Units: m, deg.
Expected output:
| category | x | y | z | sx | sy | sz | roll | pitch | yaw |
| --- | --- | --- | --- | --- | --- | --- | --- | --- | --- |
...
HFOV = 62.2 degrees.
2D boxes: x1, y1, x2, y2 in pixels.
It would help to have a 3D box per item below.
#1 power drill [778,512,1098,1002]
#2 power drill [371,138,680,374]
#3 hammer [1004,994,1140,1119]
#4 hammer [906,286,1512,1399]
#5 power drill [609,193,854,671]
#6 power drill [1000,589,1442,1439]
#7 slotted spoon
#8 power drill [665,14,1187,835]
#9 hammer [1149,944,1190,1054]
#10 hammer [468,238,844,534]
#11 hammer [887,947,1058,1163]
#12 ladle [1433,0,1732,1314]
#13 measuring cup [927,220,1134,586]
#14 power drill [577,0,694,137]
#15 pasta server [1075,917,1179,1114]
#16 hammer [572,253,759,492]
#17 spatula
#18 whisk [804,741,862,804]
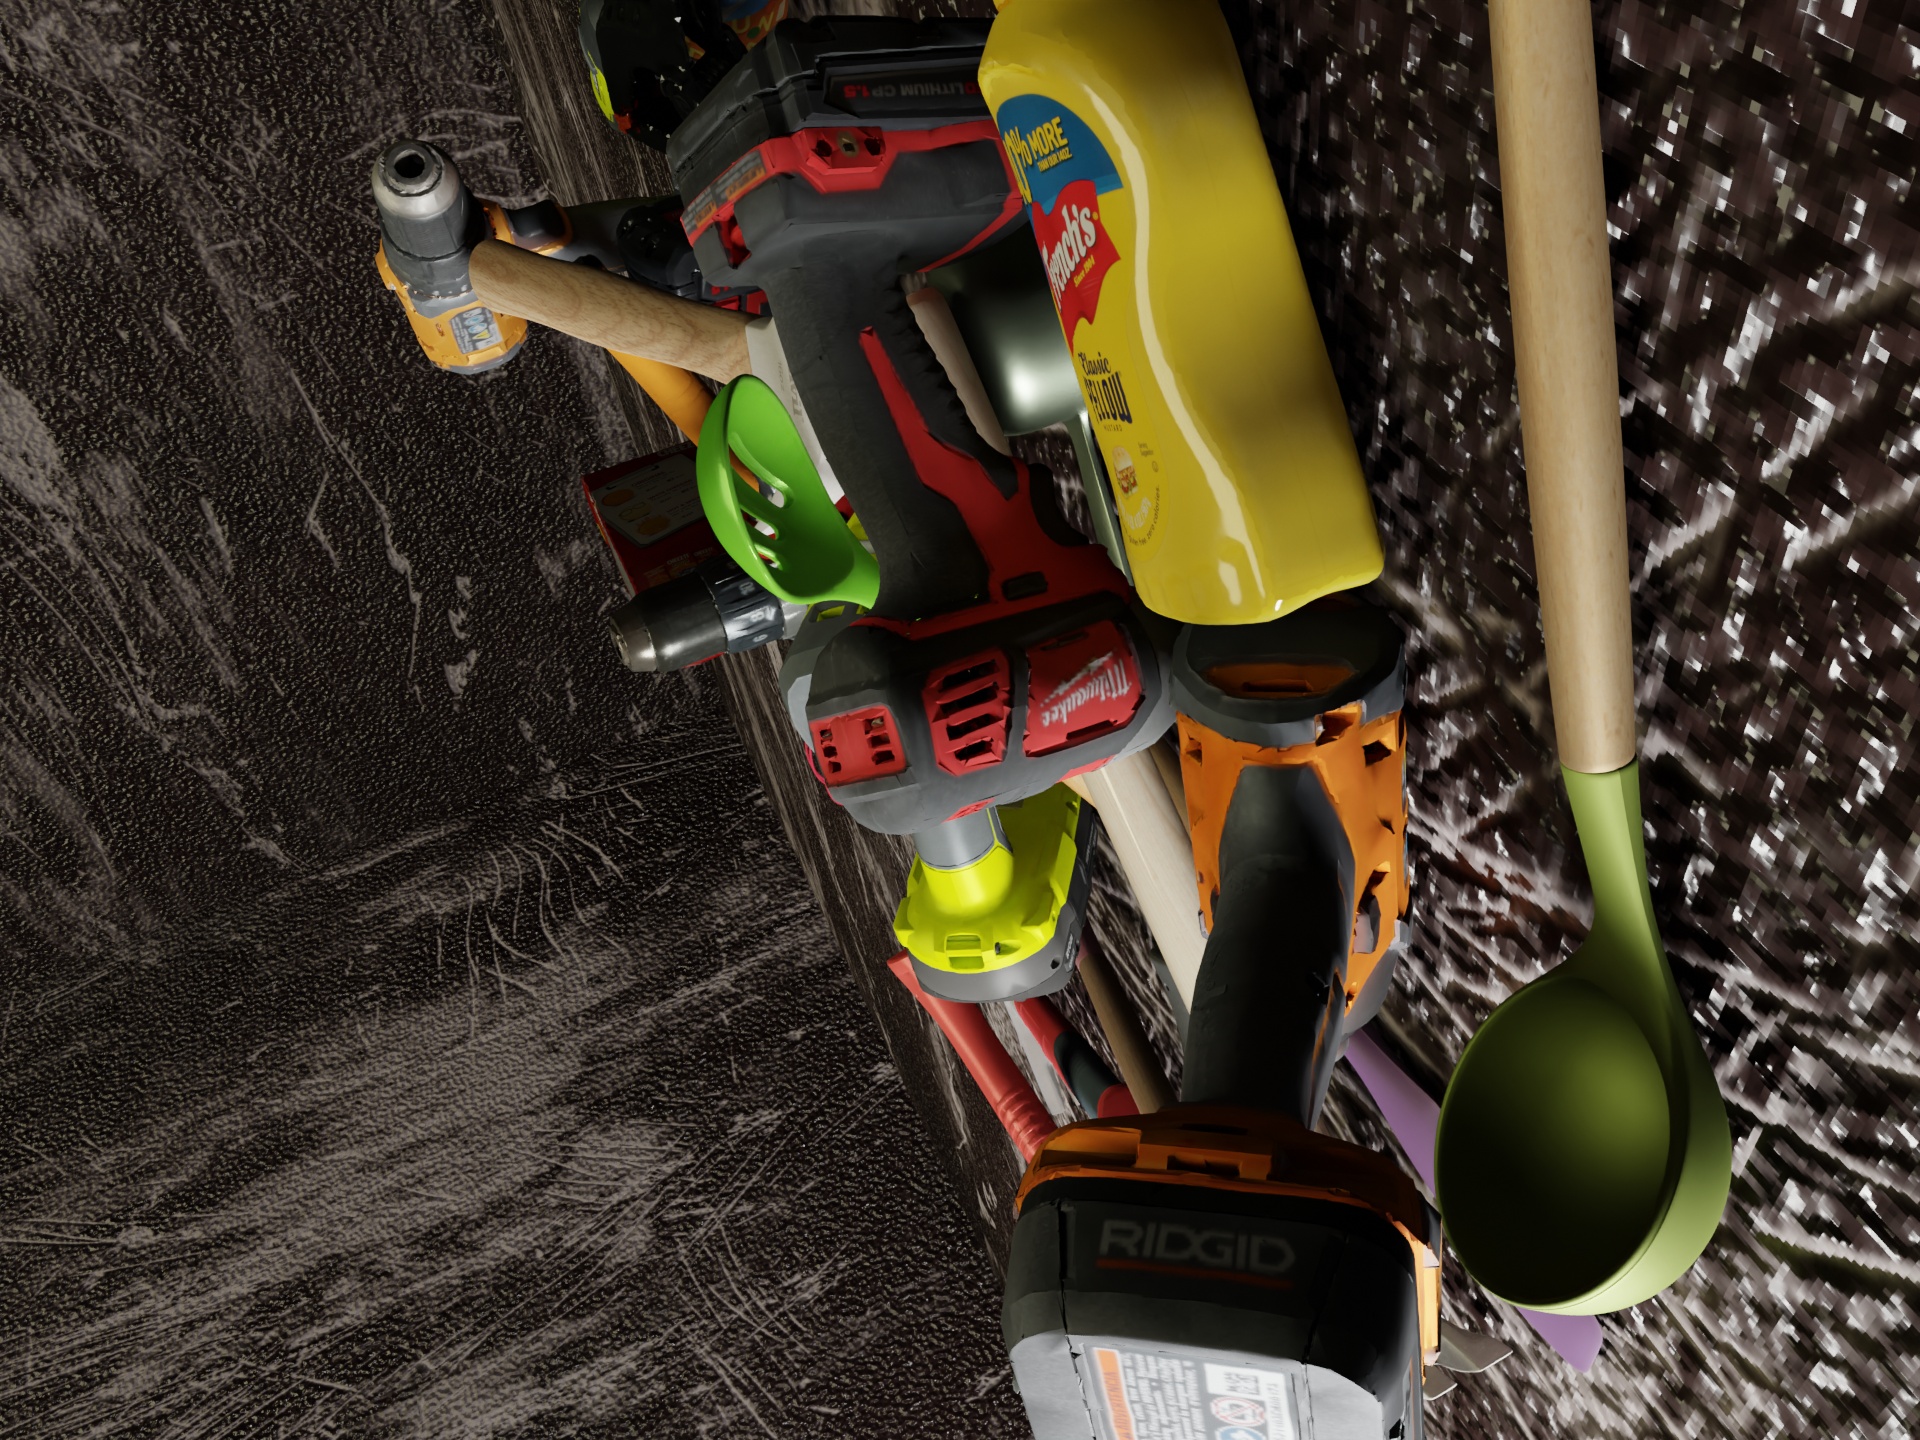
| category | x | y | z | sx | sy | sz | roll | pitch | yaw |
| --- | --- | --- | --- | --- | --- | --- | --- | --- | --- |
| power drill | -0.001 | -0.002 | 0.723 | 0.191 | 0.080 | 0.228 | -72 | -29 | -47 |
| power drill | -0.196 | -0.271 | 0.840 | 0.185 | 0.226 | 0.084 | 124 | 122 | -77 |
| hammer | 0.071 | 0.210 | 0.926 | 0.386 | 0.038 | 0.143 | -164 | 51 | -83 |
| hammer | 0.069 | 0.041 | 0.561 | 0.410 | 0.038 | 0.146 | 64 | 171 | -7 |
| power drill | -0.101 | -0.136 | 0.777 | 0.080 | 0.188 | 0.226 | 45 | 152 | 50 |
| power drill | 0.080 | 0.092 | 0.403 | 0.227 | 0.084 | 0.164 | -69 | -27 | -48 |
| slotted spoon | -0.001 | -0.021 | 0.594 | 0.313 | 0.031 | 0.070 | 40 | -138 | -47 |
| power drill | 0.004 | -0.087 | 0.477 | 0.078 | 0.143 | 0.219 | -13 | 93 | 56 |
| hammer | 0.139 | 0.234 | 0.744 | 0.146 | 0.035 | 0.334 | -129 | 20 | -59 |
| hammer | -0.133 | -0.164 | 0.659 | 0.332 | 0.031 | 0.130 | 29 | 132 | 49 |
| hammer | 0.065 | 0.257 | 0.836 | 0.359 | 0.036 | 0.149 | 53 | 172 | 33 |
| ladle | 0.114 | -0.013 | 0.317 | 0.078 | 0.062 | 0.320 | -114 | 9 | -66 |
| measuring cup | 0.029 | -0.100 | 0.590 | 0.083 | 0.038 | 0.167 | -158 | 49 | -75 |
| power drill | -0.195 | -0.441 | 0.840 | 0.171 | 0.080 | 0.223 | -150 | 42 | -79 |
| pasta server | 0.066 | 0.139 | 0.766 | 0.060 | 0.040 | 0.317 | 57 | -175 | -36 |
| hammer | -0.105 | -0.123 | 0.894 | 0.336 | 0.034 | 0.127 | 48 | -177 | -38 |
| spatula | 0.122 | 0.087 | 0.572 | 0.316 | 0.018 | 0.059 | 58 | 167 | 38 |
| whisk | -0.104 | -0.043 | 1.315 | 0.073 | 0.073 | 0.295 | -124 | 21 | -47 |
